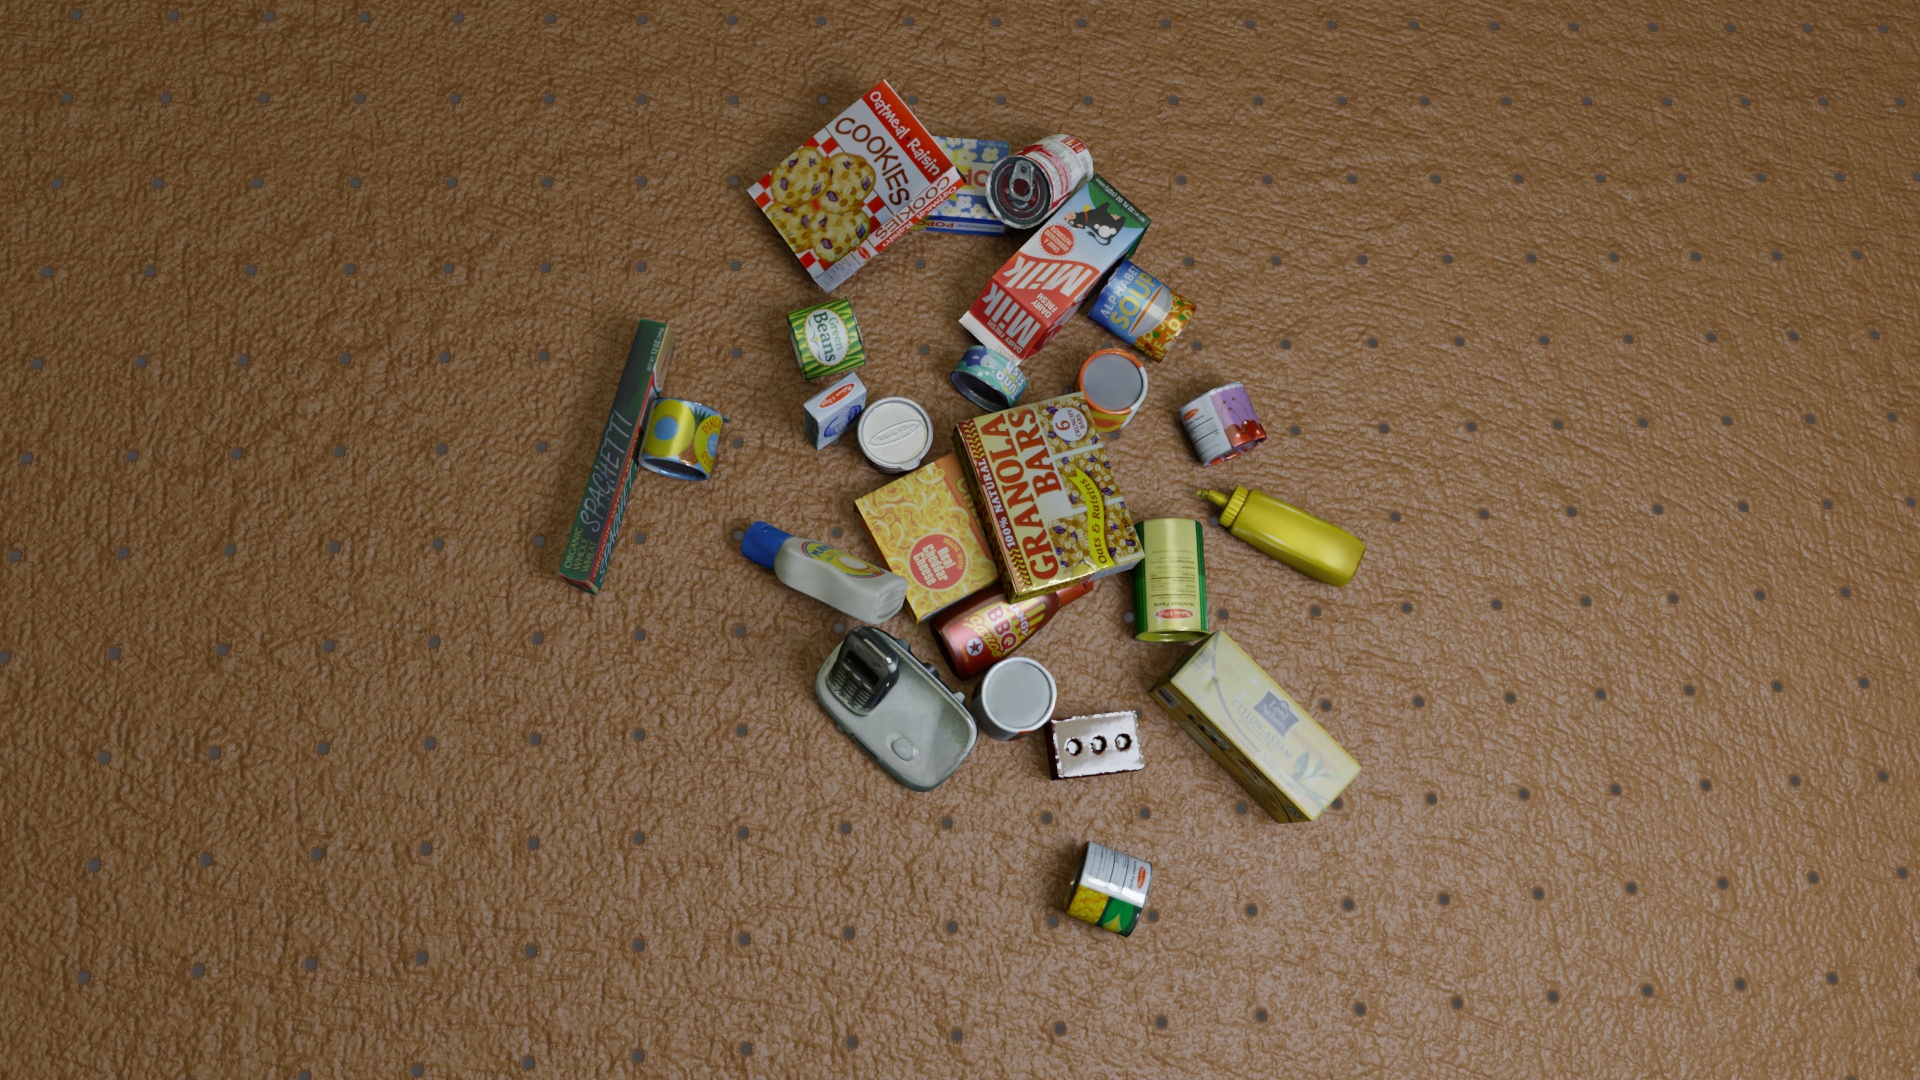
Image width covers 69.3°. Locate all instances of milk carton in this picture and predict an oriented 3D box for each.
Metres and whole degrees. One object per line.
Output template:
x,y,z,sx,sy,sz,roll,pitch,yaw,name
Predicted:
0.087,-0.248,1.312,0.072,0.073,0.191,43,77,5,milk carton

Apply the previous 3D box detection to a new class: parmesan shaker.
0.192,0.037,1.256,0.071,0.071,0.103,1,76,-5,parmesan shaker

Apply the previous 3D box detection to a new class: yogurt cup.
-0.061,-0.092,1.270,0.072,0.054,0.072,1,76,-5,yogurt cup

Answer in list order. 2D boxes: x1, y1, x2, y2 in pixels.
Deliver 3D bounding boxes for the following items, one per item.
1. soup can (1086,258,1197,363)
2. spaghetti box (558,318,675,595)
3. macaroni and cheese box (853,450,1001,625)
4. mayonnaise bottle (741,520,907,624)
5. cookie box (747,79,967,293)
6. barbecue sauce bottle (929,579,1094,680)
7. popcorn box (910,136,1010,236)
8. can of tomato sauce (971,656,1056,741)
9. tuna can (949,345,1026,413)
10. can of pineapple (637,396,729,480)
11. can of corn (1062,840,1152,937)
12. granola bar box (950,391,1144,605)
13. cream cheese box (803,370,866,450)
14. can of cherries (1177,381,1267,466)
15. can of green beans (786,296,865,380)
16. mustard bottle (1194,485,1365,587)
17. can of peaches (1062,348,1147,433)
0.172,-0.217,1.313,0.084,0.071,0.071,33,76,3,soup can
-0.306,-0.077,1.246,0.029,0.050,0.250,14,76,0,spaghetti box
0.005,-0.016,1.264,0.167,0.040,0.124,-27,81,-11,macaroni and cheese box
-0.123,0.026,1.221,0.148,0.065,0.041,24,111,20,mayonnaise bottle
-0.097,-0.331,1.300,0.167,0.040,0.123,-38,70,5,cookie box
0.049,0.064,1.244,0.149,0.044,0.064,-29,110,-13,barbecue sauce bottle
-0.016,-0.344,1.344,0.127,0.038,0.085,3,77,-4,popcorn box
0.047,0.137,1.209,0.071,0.083,0.071,1,77,-5,can of tomato sauce
0.028,-0.148,1.284,0.071,0.071,0.033,32,76,3,tuna can
-0.249,-0.090,1.245,0.071,0.071,0.058,11,77,-2,can of pineapple
0.124,0.299,1.187,0.058,0.071,0.071,20,76,1,can of corn
0.076,-0.040,1.234,0.124,0.039,0.166,-16,76,-15,granola bar box
-0.113,-0.115,1.245,0.053,0.103,0.024,-34,85,-11,cream cheese box
0.247,-0.109,1.297,0.071,0.071,0.058,-22,80,-10,can of cherries
-0.124,-0.186,1.281,0.058,0.071,0.071,-17,79,-9,can of green beans
0.291,-0.012,1.279,0.160,0.065,0.049,28,80,6,mustard bottle
0.135,-0.140,1.298,0.071,0.058,0.071,1,77,-5,can of peaches
